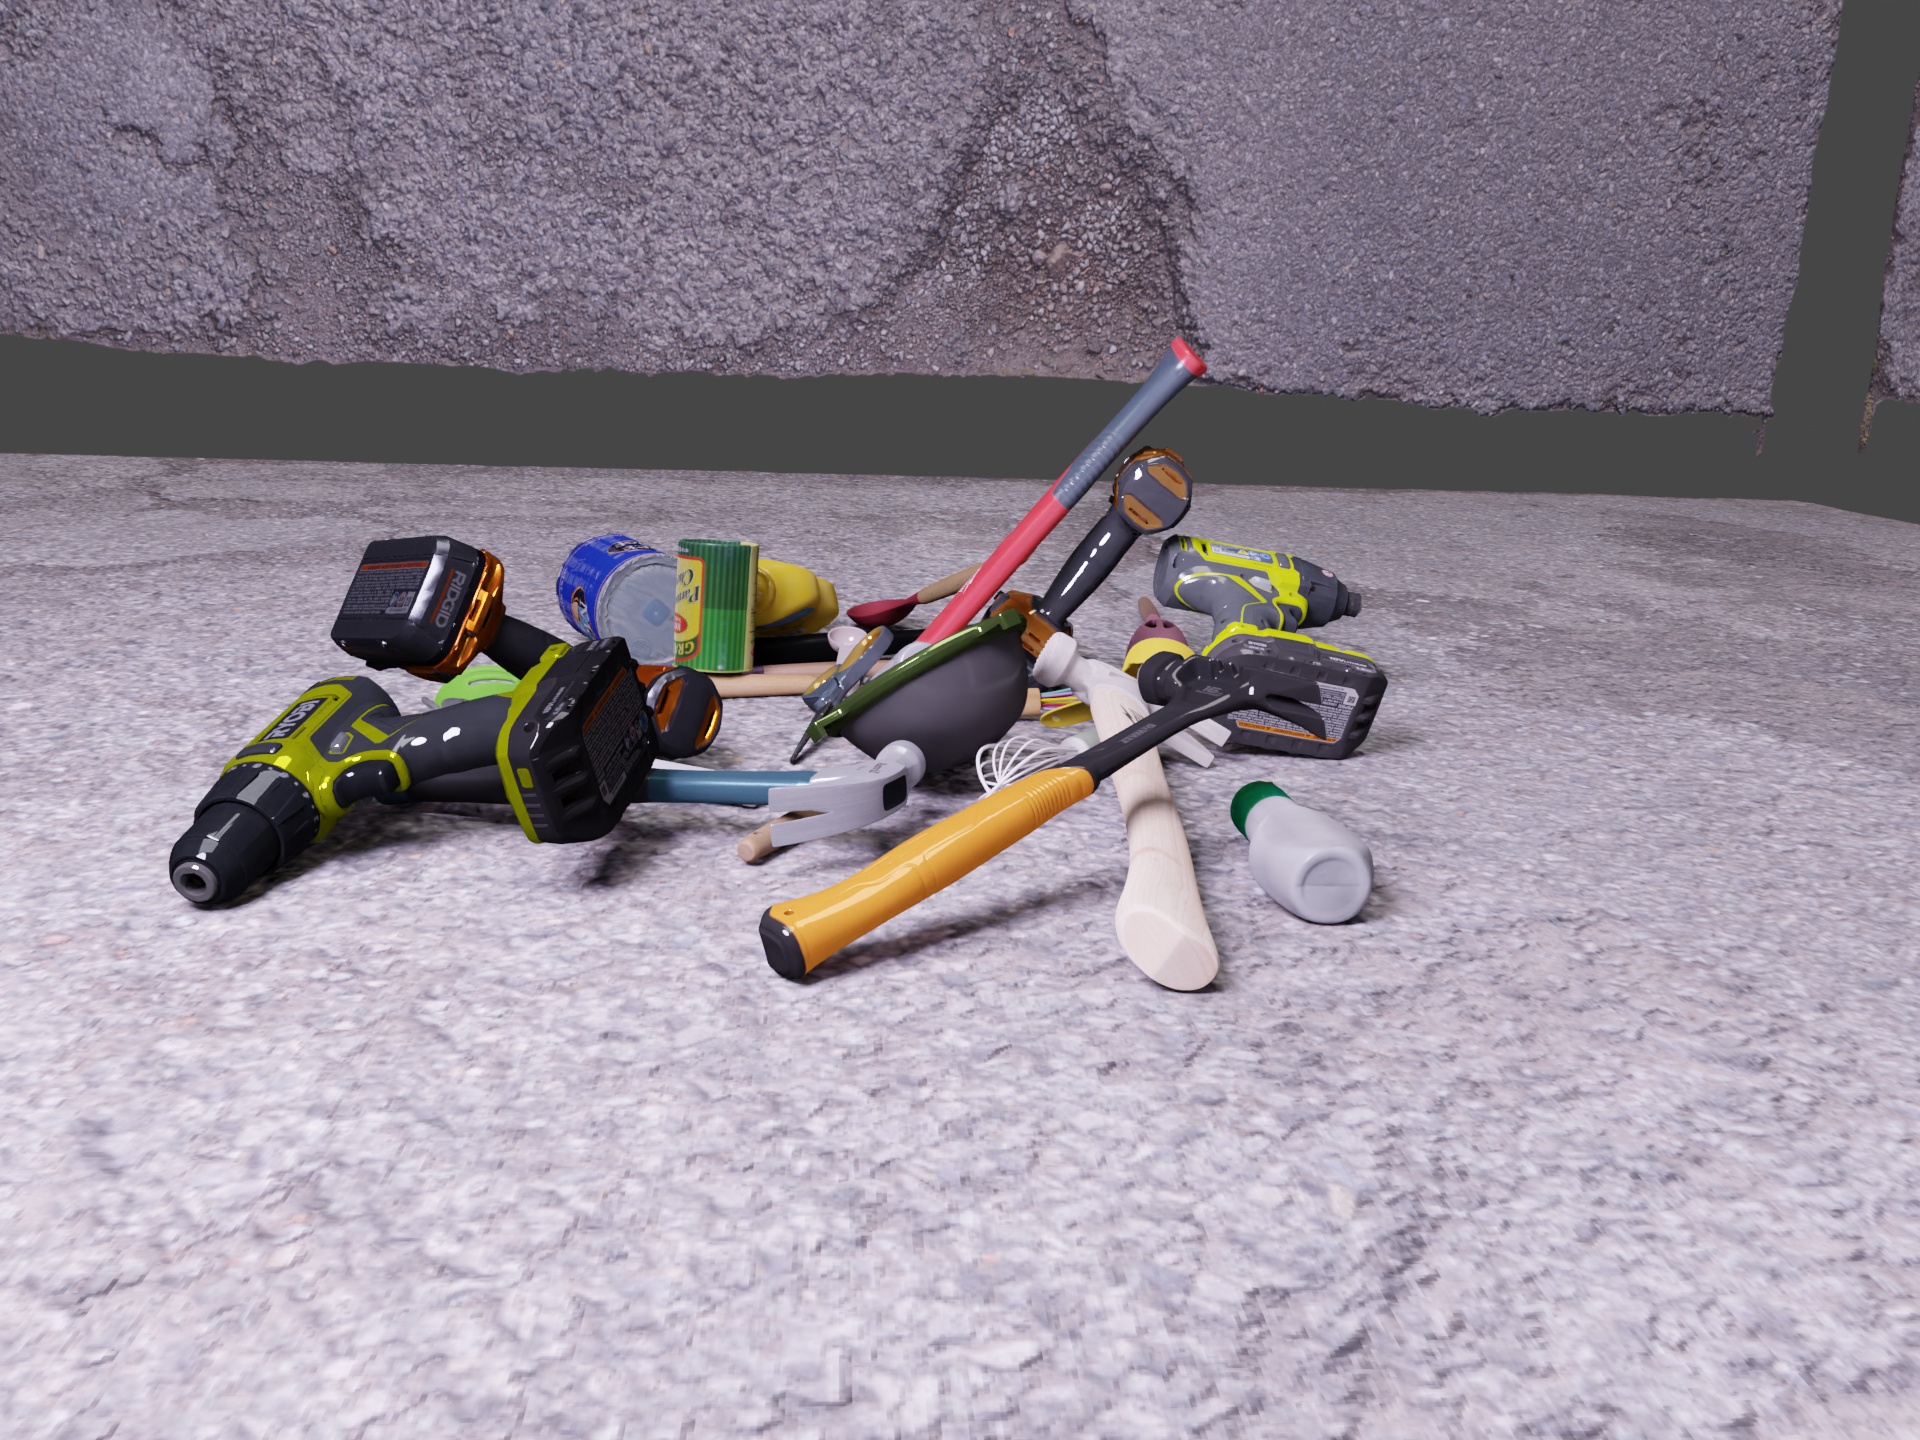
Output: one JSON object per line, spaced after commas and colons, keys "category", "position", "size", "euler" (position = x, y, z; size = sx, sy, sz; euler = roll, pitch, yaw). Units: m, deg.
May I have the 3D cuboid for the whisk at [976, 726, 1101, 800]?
{"category": "whisk", "position": [0.073, 0.026, 1.079], "size": [0.058, 0.059, 0.246], "euler": [46, 25, 14]}

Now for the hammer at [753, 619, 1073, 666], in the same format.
{"category": "hammer", "position": [-0.051, -0.071, 1.447], "size": [0.334, 0.035, 0.146], "euler": [-7, 16, -30]}

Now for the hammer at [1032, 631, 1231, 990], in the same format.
{"category": "hammer", "position": [0.118, 0.051, 0.944], "size": [0.146, 0.038, 0.411], "euler": [28, 18, -9]}

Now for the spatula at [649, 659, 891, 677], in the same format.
{"category": "spatula", "position": [-0.141, -0.039, 1.343], "size": [0.316, 0.018, 0.060], "euler": [-3, 25, -15]}

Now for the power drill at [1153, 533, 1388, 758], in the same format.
{"category": "power drill", "position": [0.248, -0.067, 1.242], "size": [0.171, 0.080, 0.223], "euler": [10, 31, -6]}

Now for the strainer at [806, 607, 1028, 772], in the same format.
{"category": "strainer", "position": [-0.002, -0.003, 1.089], "size": [0.151, 0.069, 0.256], "euler": [-30, -7, 6]}

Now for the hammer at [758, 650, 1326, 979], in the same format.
{"category": "hammer", "position": [0.042, 0.045, 0.832], "size": [0.337, 0.034, 0.127], "euler": [-28, 27, -32]}

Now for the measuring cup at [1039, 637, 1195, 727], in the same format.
{"category": "measuring cup", "position": [0.115, -0.025, 1.180], "size": [0.062, 0.029, 0.156], "euler": [34, -32, -27]}

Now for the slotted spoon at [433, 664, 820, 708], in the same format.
{"category": "slotted spoon", "position": [-0.255, -0.028, 1.267], "size": [0.313, 0.031, 0.070], "euler": [-1, 23, -19]}

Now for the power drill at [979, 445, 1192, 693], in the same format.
{"category": "power drill", "position": [0.111, -0.139, 1.355], "size": [0.084, 0.226, 0.185], "euler": [38, 14, -5]}

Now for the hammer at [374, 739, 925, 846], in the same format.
{"category": "hammer", "position": [-0.195, 0.039, 0.957], "size": [0.331, 0.033, 0.128], "euler": [0, 13, 12]}

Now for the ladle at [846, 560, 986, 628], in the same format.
{"category": "ladle", "position": [-0.021, -0.121, 1.479], "size": [0.069, 0.031, 0.315], "euler": [-19, 3, -29]}

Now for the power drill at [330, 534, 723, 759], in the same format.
{"category": "power drill", "position": [-0.289, -0.039, 1.053], "size": [0.164, 0.084, 0.226], "euler": [4, -20, 46]}

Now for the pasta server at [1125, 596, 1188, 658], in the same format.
{"category": "pasta server", "position": [0.192, -0.095, 1.599], "size": [0.060, 0.040, 0.316], "euler": [3, 10, 3]}

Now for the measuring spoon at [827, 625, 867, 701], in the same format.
{"category": "measuring spoon", "position": [-0.095, -0.041, 1.323], "size": [0.034, 0.018, 0.124], "euler": [3, 34, -5]}

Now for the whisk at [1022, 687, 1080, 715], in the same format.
{"category": "whisk", "position": [0.083, -0.017, 1.246], "size": [0.245, 0.051, 0.047], "euler": [-2, 20, -5]}

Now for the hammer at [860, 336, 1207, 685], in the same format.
{"category": "hammer", "position": [0.063, -0.161, 1.275], "size": [0.386, 0.038, 0.143], "euler": [-49, 10, -15]}

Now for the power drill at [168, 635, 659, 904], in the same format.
{"category": "power drill", "position": [-0.298, 0.029, 0.871], "size": [0.228, 0.080, 0.191], "euler": [-8, 25, 11]}

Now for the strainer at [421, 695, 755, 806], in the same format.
{"category": "strainer", "position": [-0.237, 0.028, 1.025], "size": [0.258, 0.050, 0.086], "euler": [10, -25, 9]}

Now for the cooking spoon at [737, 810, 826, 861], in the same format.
{"category": "cooking spoon", "position": [-0.059, 0.041, 1.044], "size": [0.069, 0.017, 0.319], "euler": [15, 18, 20]}
